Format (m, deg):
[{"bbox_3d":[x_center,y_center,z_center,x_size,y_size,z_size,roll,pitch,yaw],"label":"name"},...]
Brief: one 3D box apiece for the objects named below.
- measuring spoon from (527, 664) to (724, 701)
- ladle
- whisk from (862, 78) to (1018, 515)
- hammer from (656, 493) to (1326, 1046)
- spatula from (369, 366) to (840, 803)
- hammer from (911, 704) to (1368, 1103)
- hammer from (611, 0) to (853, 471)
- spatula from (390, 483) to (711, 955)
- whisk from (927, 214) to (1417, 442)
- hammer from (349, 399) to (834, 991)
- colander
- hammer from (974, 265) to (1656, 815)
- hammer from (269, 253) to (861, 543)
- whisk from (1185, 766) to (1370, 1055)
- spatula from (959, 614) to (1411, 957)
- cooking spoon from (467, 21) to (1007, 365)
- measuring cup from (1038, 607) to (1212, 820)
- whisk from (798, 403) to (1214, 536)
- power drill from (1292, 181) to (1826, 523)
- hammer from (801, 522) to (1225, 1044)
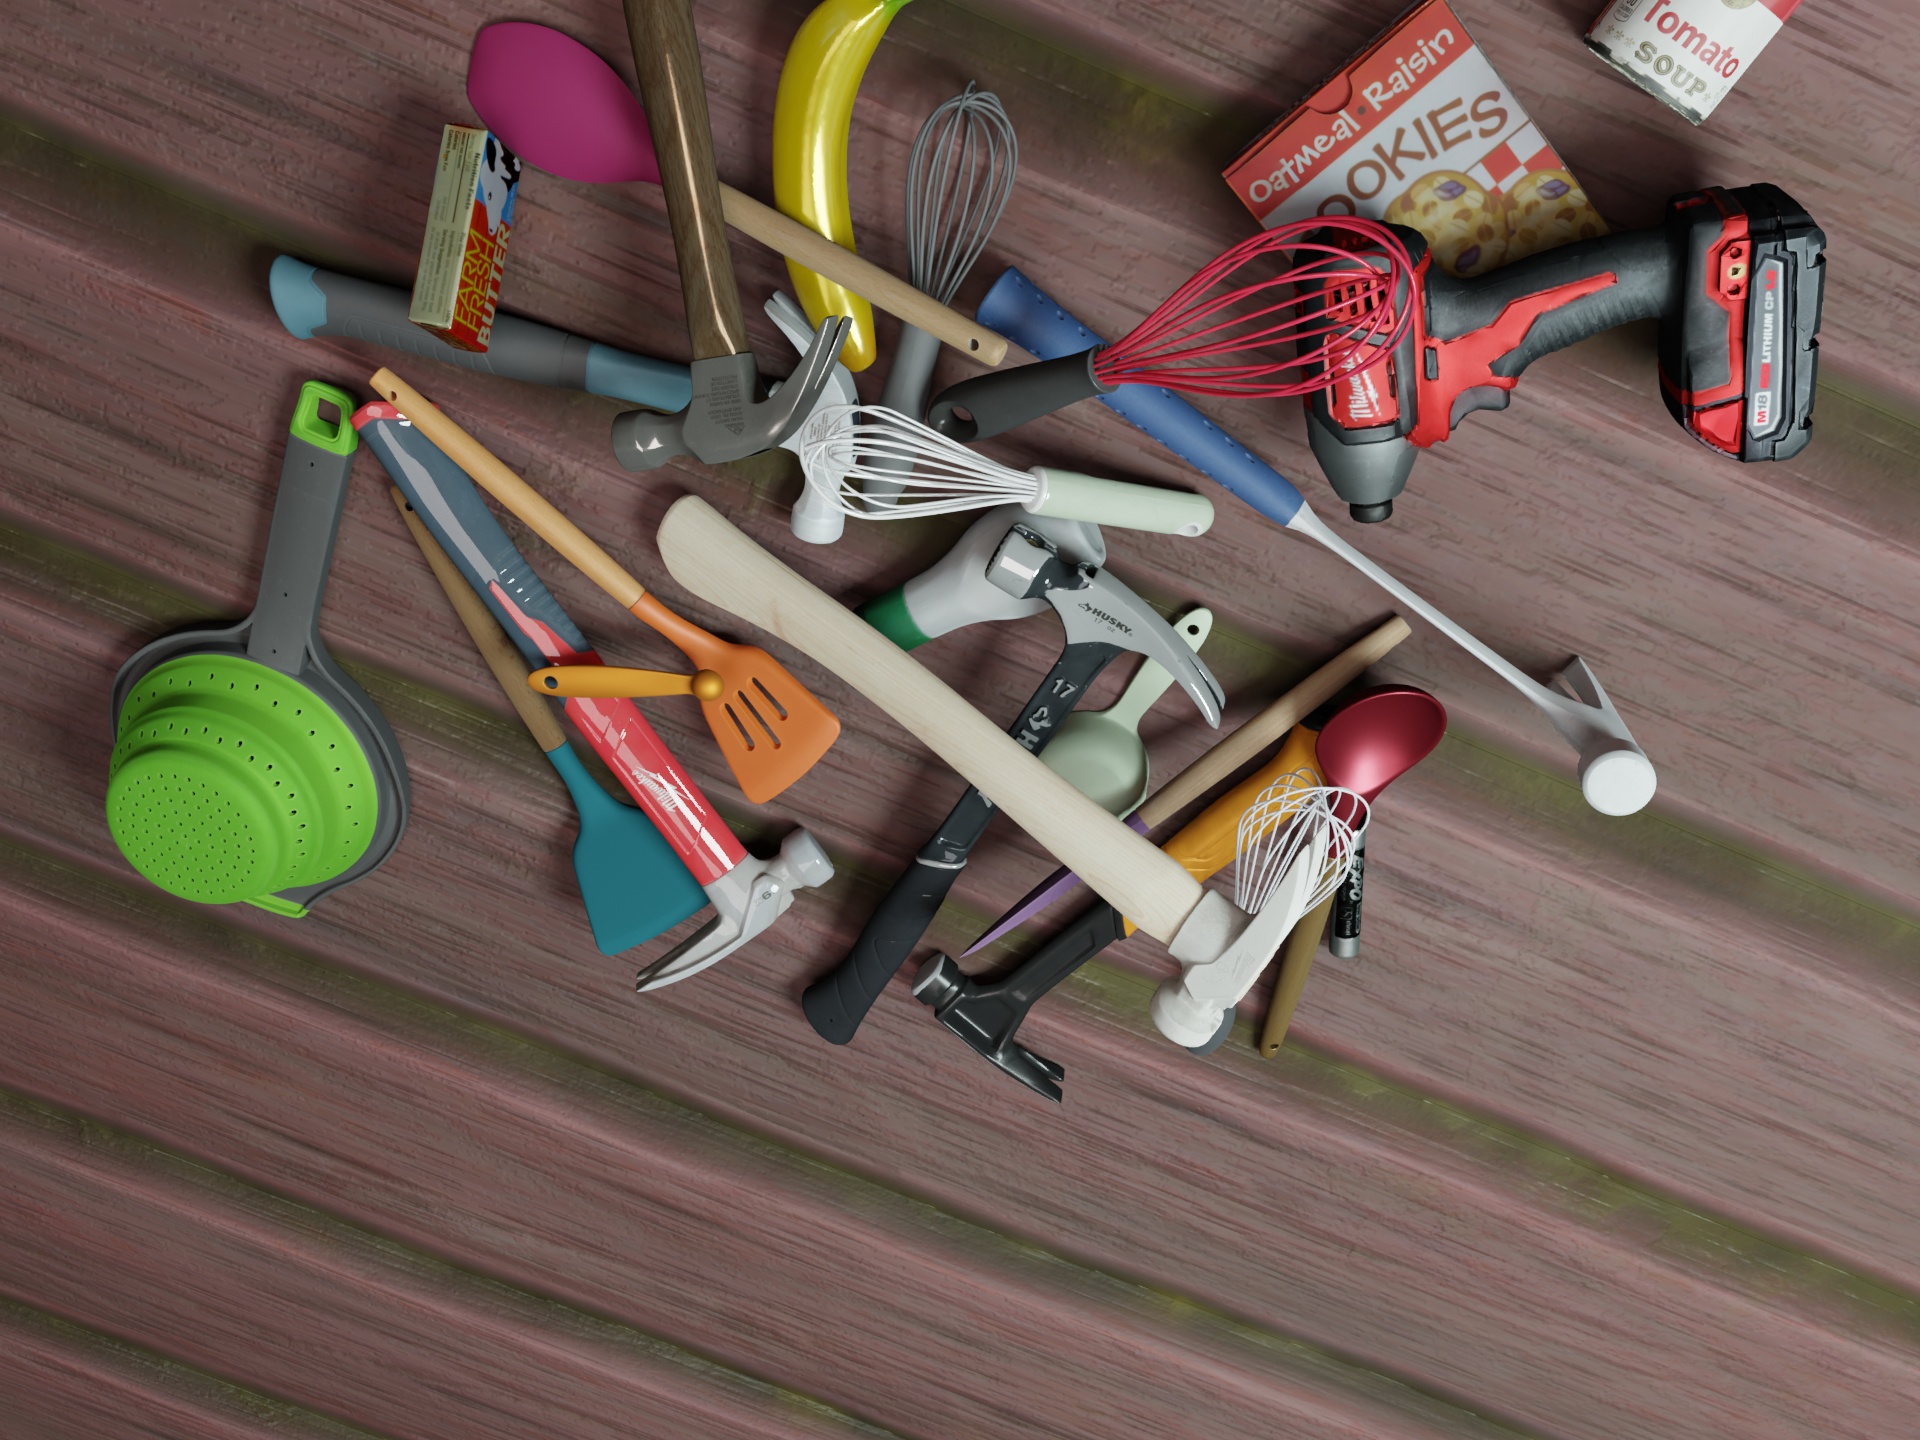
[{"bbox_3d":[-0.194,-0.020,0.914,0.117,0.011,0.021,2,116,6],"label":"measuring spoon"},{"bbox_3d":[0.216,0.097,0.942,0.069,0.031,0.315,3,129,-6],"label":"ladle"},{"bbox_3d":[-0.019,-0.210,0.827,0.055,0.055,0.238,17,125,0],"label":"whisk"},{"bbox_3d":[-0.001,-0.003,0.847,0.411,0.038,0.146,38,129,15],"label":"hammer"},{"bbox_3d":[-0.205,-0.082,0.905,0.322,0.041,0.081,42,116,-16],"label":"spatula"},{"bbox_3d":[0.122,0.110,0.982,0.127,0.034,0.337,41,117,-12],"label":"hammer"},{"bbox_3d":[-0.134,-0.291,0.763,0.130,0.031,0.331,-4,104,19],"label":"hammer"},{"bbox_3d":[-0.260,-0.004,0.976,0.082,0.044,0.317,-28,111,-4],"label":"spatula"},{"bbox_3d":[0.081,-0.166,0.733,0.296,0.073,0.073,-5,124,50],"label":"whisk"},{"bbox_3d":[-0.241,-0.017,0.948,0.143,0.038,0.386,-35,107,-2],"label":"hammer"},{"bbox_3d":[-0.435,-0.016,0.968,0.204,0.095,0.397,23,119,-4],"label":"colander"},{"bbox_3d":[0.181,-0.102,0.825,0.405,0.144,0.035,36,113,-1],"label":"hammer"},{"bbox_3d":[-0.215,-0.195,0.871,0.331,0.033,0.128,14,120,1],"label":"hammer"},{"bbox_3d":[0.170,0.125,0.936,0.070,0.070,0.284,13,140,2],"label":"whisk"},{"bbox_3d":[0.125,0.041,0.913,0.316,0.059,0.018,-38,82,10],"label":"spatula"},{"bbox_3d":[-0.116,-0.258,0.794,0.319,0.017,0.068,30,122,7],"label":"cooking spoon"},{"bbox_3d":[0.096,0.004,0.925,0.083,0.038,0.167,30,121,-8],"label":"measuring cup"},{"bbox_3d":[0.030,-0.119,0.810,0.246,0.059,0.058,4,163,-31],"label":"whisk"},{"bbox_3d":[0.270,-0.168,0.741,0.219,0.079,0.143,-4,119,13],"label":"power drill"},{"bbox_3d":[0.002,0.072,0.948,0.149,0.036,0.408,31,127,-3],"label":"hammer"}]
